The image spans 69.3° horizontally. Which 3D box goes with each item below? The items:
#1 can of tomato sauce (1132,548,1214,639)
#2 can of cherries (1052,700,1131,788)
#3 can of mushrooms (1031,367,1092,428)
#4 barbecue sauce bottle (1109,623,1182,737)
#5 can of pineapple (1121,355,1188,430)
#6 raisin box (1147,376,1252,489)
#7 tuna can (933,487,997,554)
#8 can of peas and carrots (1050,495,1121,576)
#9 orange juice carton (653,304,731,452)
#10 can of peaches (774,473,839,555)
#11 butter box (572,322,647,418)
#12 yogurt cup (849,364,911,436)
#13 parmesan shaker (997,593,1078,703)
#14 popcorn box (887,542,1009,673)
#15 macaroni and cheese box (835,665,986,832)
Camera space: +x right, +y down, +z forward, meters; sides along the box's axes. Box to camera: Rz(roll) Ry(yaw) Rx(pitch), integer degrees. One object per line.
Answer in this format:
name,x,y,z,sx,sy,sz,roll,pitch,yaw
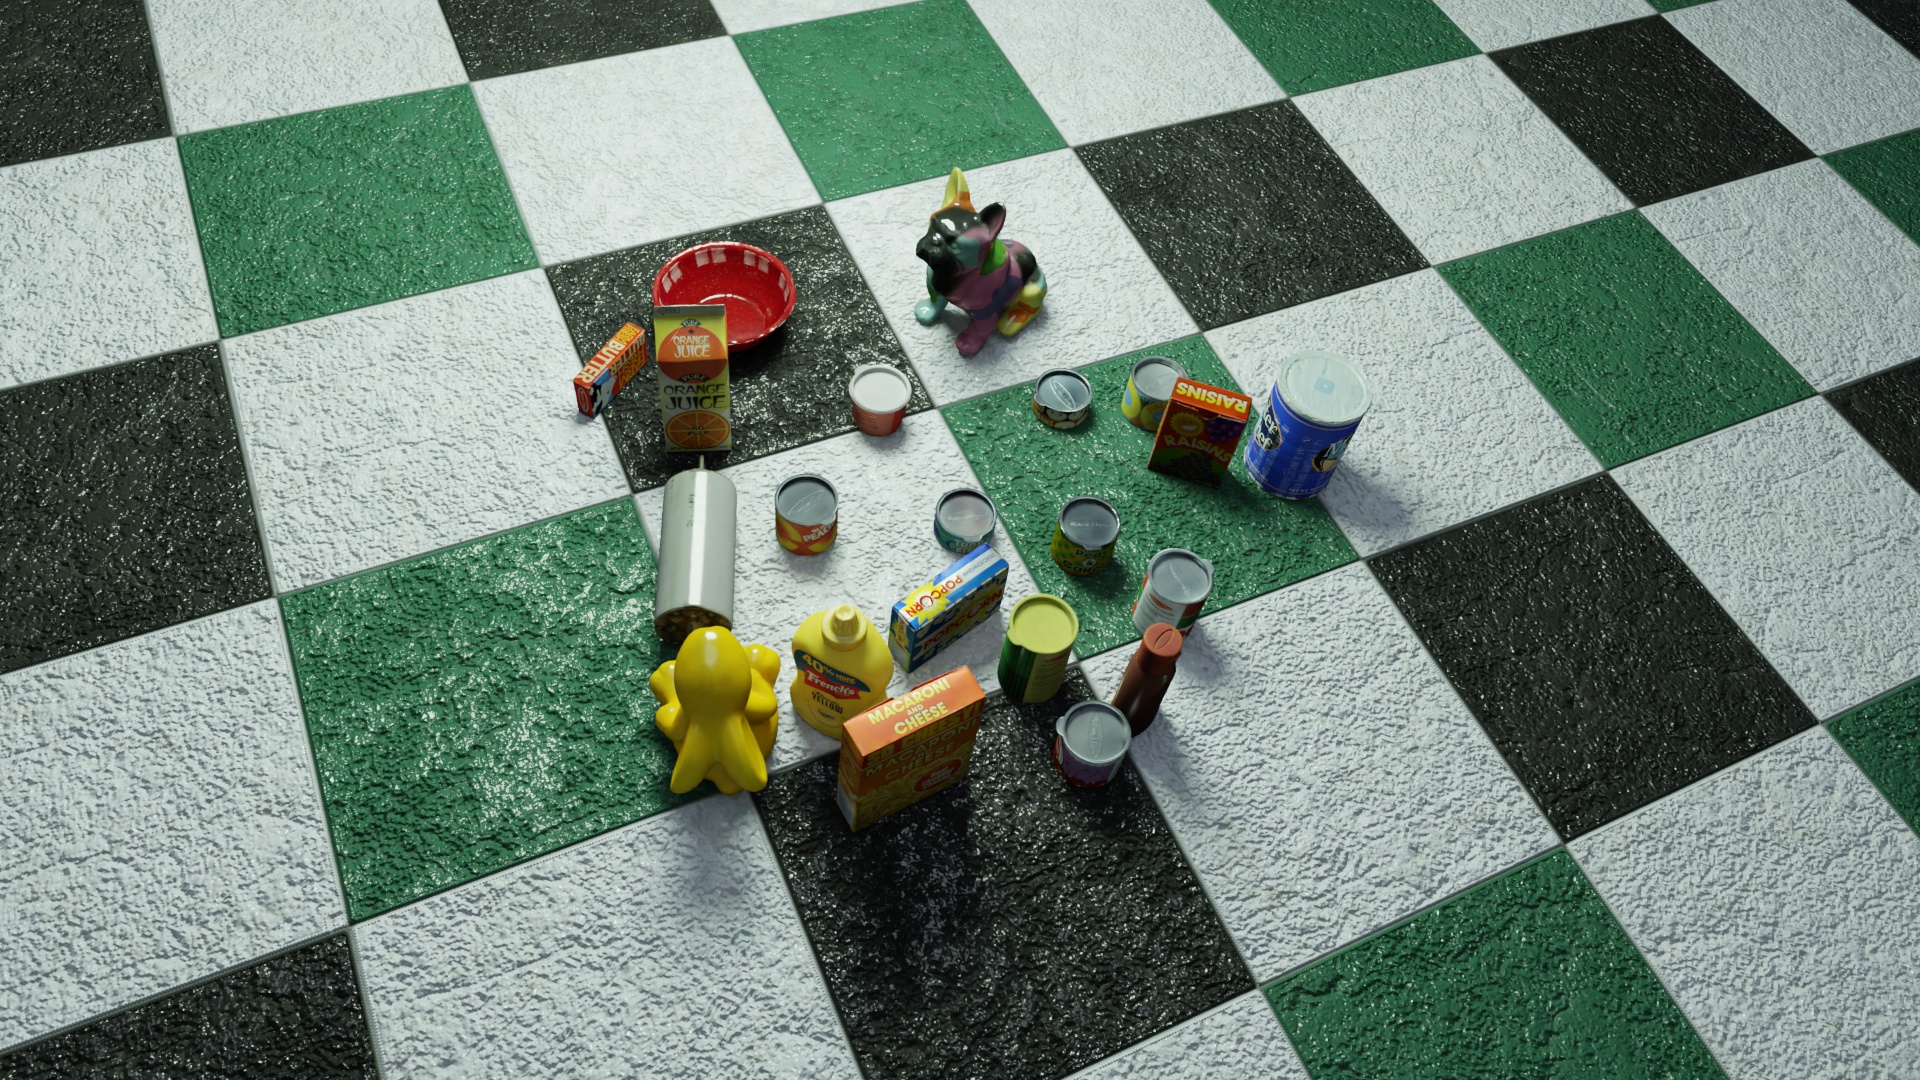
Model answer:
can of tomato sauce,0.216,0.057,1.416,0.071,0.082,0.071,3,55,-5
can of cherries,0.122,0.194,1.324,0.071,0.058,0.072,4,55,-5
can of mushrooms,0.114,-0.161,1.585,0.071,0.033,0.071,4,55,-5
barbecue sauce bottle,0.177,0.131,1.320,0.044,0.147,0.065,37,59,17
can of pineapple,0.222,-0.166,1.587,0.071,0.057,0.071,4,55,-5
raisin box,0.260,-0.116,1.518,0.086,0.122,0.040,18,55,5
tuna can,0.005,-0.018,1.472,0.071,0.032,0.071,4,55,-5
can of peas and carrots,0.132,-0.002,1.461,0.071,0.058,0.071,4,55,-5
orange juice carton,-0.278,-0.179,1.449,0.072,0.191,0.073,-3,56,-9
can of peaches,-0.158,-0.025,1.440,0.071,0.057,0.071,4,55,-5
butter box,-0.384,-0.188,1.526,0.024,0.052,0.104,26,56,11
yogurt cup,-0.090,-0.152,1.539,0.072,0.053,0.073,4,55,-5
parmesan shaker,0.071,0.107,1.350,0.071,0.102,0.071,3,55,-5
popcorn box,-0.012,0.067,1.379,0.127,0.084,0.038,-34,66,-26
macaroni and cheese box,-0.047,0.188,1.241,0.124,0.165,0.040,-23,62,-21
